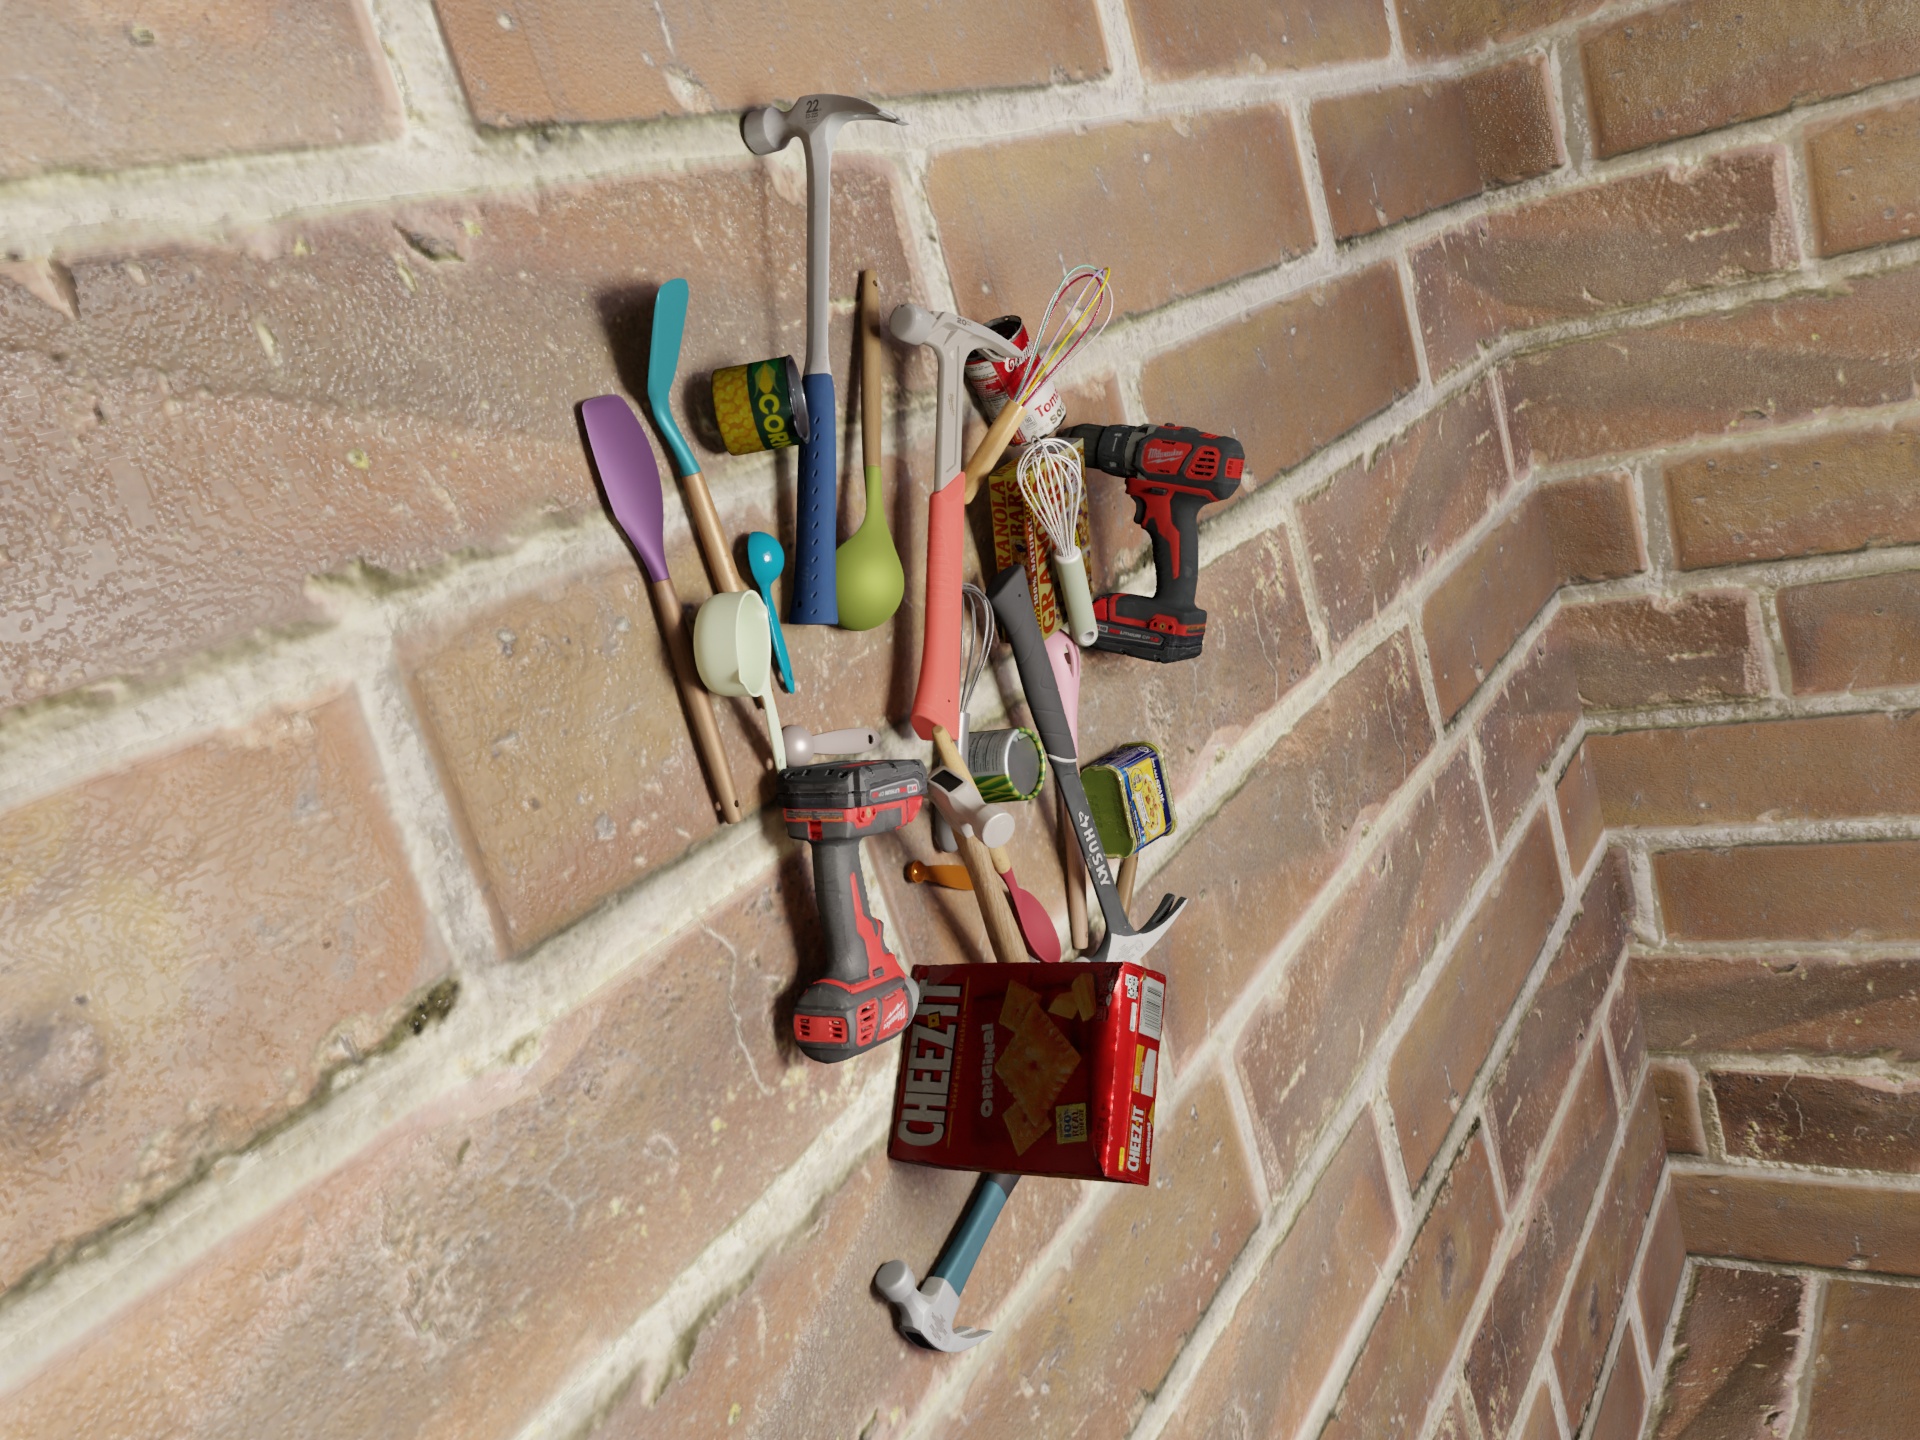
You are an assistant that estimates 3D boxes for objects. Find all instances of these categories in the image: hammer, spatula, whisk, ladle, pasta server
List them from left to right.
[{"bbox_3d":[-0.204,-0.076,1.131,0.060,0.018,0.316,-32,110,-56],"label":"spatula"},{"bbox_3d":[-0.178,-0.157,1.158,0.082,0.044,0.317,-77,152,-71],"label":"spatula"},{"bbox_3d":[-0.107,-0.277,1.223,0.035,0.144,0.405,-2,93,-54],"label":"hammer"},{"bbox_3d":[-0.082,-0.227,1.315,0.078,0.062,0.320,18,64,-46],"label":"ladle"},{"bbox_3d":[-0.007,-0.162,1.344,0.149,0.037,0.359,7,82,-51],"label":"hammer"},{"bbox_3d":[-0.003,-0.004,1.382,0.055,0.055,0.239,12,80,-53],"label":"whisk"},{"bbox_3d":[0.030,0.111,1.369,0.069,0.031,0.315,-96,166,-45],"label":"ladle"},{"bbox_3d":[0.031,0.168,1.346,0.031,0.130,0.331,-34,131,-18],"label":"hammer"},{"bbox_3d":[0.035,0.397,1.379,0.331,0.033,0.128,-54,126,-43],"label":"hammer"},{"bbox_3d":[0.063,-0.301,1.419,0.051,0.047,0.245,28,97,-46],"label":"whisk"},{"bbox_3d":[0.094,-0.157,1.436,0.246,0.058,0.059,72,-9,-46],"label":"whisk"},{"bbox_3d":[0.101,0.062,1.530,0.060,0.040,0.316,-8,95,-54],"label":"pasta server"},{"bbox_3d":[0.104,0.050,1.476,0.149,0.036,0.408,-28,110,-28],"label":"hammer"}]

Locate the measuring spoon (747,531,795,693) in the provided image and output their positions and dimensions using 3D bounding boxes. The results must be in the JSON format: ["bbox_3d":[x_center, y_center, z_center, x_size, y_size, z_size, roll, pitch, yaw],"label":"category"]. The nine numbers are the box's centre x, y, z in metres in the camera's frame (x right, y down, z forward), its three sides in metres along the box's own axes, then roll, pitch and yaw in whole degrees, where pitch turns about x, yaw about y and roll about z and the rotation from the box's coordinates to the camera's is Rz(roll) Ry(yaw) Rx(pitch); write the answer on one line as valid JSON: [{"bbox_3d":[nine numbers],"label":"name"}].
[{"bbox_3d":[-0.136,-0.083,1.215,0.042,0.021,0.128,-61,140,-72],"label":"measuring spoon"}]

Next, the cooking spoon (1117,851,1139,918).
[{"bbox_3d":[0.142,0.269,1.560,0.068,0.017,0.319,45,51,-47],"label":"cooking spoon"}]

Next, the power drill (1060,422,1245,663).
[{"bbox_3d":[0.173,-0.182,1.570,0.080,0.188,0.226,-12,113,-59],"label":"power drill"}]

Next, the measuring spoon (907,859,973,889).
[{"bbox_3d":[-0.013,0.135,1.375,0.116,0.011,0.021,16,72,-56],"label":"measuring spoon"}]

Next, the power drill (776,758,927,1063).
[{"bbox_3d":[-0.076,0.142,1.224,0.143,0.078,0.219,-5,93,-63],"label":"power drill"}]

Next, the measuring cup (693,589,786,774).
[{"bbox_3d":[-0.159,-0.020,1.164,0.083,0.038,0.167,-79,165,-48],"label":"measuring cup"}]

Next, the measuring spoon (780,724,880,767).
[{"bbox_3d":[-0.098,0.017,1.264,0.124,0.018,0.034,-5,89,-55],"label":"measuring spoon"}]
